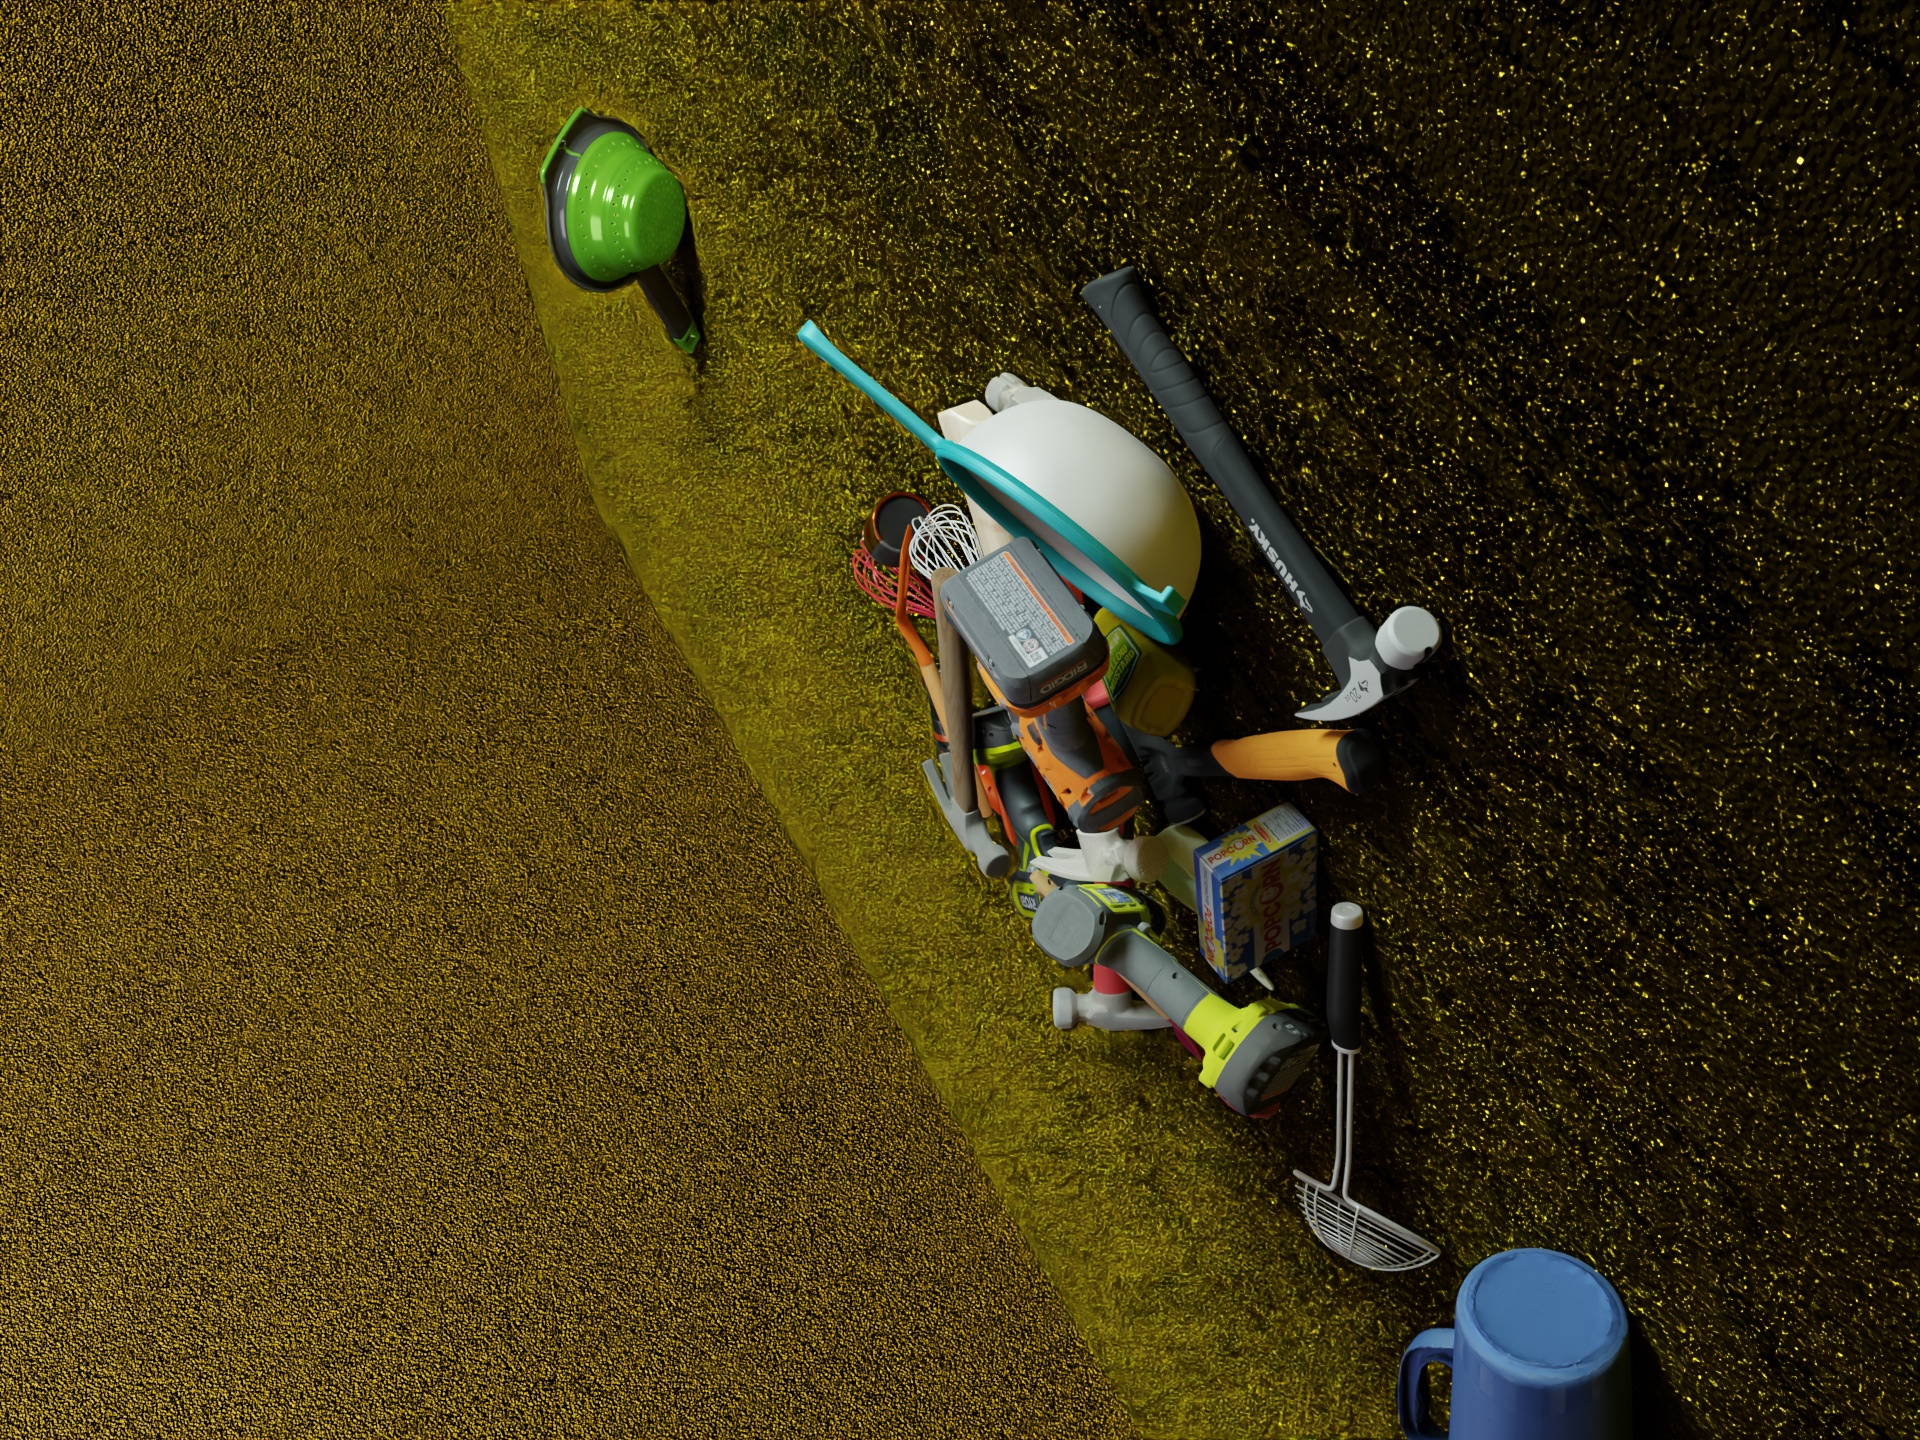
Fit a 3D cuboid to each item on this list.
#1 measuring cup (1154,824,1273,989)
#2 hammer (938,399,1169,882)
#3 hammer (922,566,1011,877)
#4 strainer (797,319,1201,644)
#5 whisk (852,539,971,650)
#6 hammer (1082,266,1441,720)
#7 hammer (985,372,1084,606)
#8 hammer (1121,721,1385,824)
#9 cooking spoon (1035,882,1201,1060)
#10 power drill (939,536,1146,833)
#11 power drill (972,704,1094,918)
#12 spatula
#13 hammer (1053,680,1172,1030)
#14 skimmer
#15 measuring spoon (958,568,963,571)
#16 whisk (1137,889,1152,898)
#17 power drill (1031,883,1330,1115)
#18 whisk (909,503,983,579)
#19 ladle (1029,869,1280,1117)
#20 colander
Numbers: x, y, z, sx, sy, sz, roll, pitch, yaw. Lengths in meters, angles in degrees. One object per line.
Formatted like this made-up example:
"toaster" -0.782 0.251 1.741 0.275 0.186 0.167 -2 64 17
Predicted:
"measuring cup" 0.222 0.156 1.343 0.167 0.038 0.083 50 165 -8
"hammer" 0.055 -0.058 1.311 0.146 0.038 0.410 -4 109 54
"hammer" -0.002 -0.005 1.502 0.130 0.031 0.331 50 155 43
"strainer" 0.043 -0.192 1.091 0.340 0.095 0.211 40 -179 6
"whisk" -0.025 -0.118 1.654 0.296 0.073 0.073 41 153 41
"hammer" 0.172 -0.148 0.994 0.335 0.035 0.146 59 163 16
"hammer" 0.092 -0.106 1.321 0.149 0.036 0.358 48 158 44
"hammer" 0.205 0.020 1.162 0.127 0.034 0.337 64 165 -6
"cooking spoon" 0.175 0.250 1.461 0.318 0.017 0.069 45 162 -21
"power drill" 0.058 -0.030 1.161 0.164 0.084 0.226 57 176 34
"power drill" 0.075 0.093 1.561 0.171 0.080 0.223 174 78 -74
"spatula" -0.018 -0.040 1.612 0.081 0.041 0.322 -81 -28 -63
"hammer" 0.153 0.126 1.426 0.038 0.143 0.386 -91 -2 -58
"skimmer" 0.314 0.285 1.234 0.127 0.090 0.363 21 127 43
"measuring spoon" 0.039 -0.100 1.553 0.129 0.021 0.042 51 162 10
"whisk" 0.153 0.195 1.604 0.055 0.055 0.239 63 170 2
"power drill" 0.183 0.214 1.308 0.229 0.080 0.190 37 -168 26
"whisk" 0.023 -0.106 1.449 0.070 0.070 0.285 80 164 -46
"ladle" 0.171 0.244 1.417 0.315 0.069 0.031 46 124 -11
"colander" -0.377 -0.578 1.977 0.094 0.204 0.396 18 163 20
